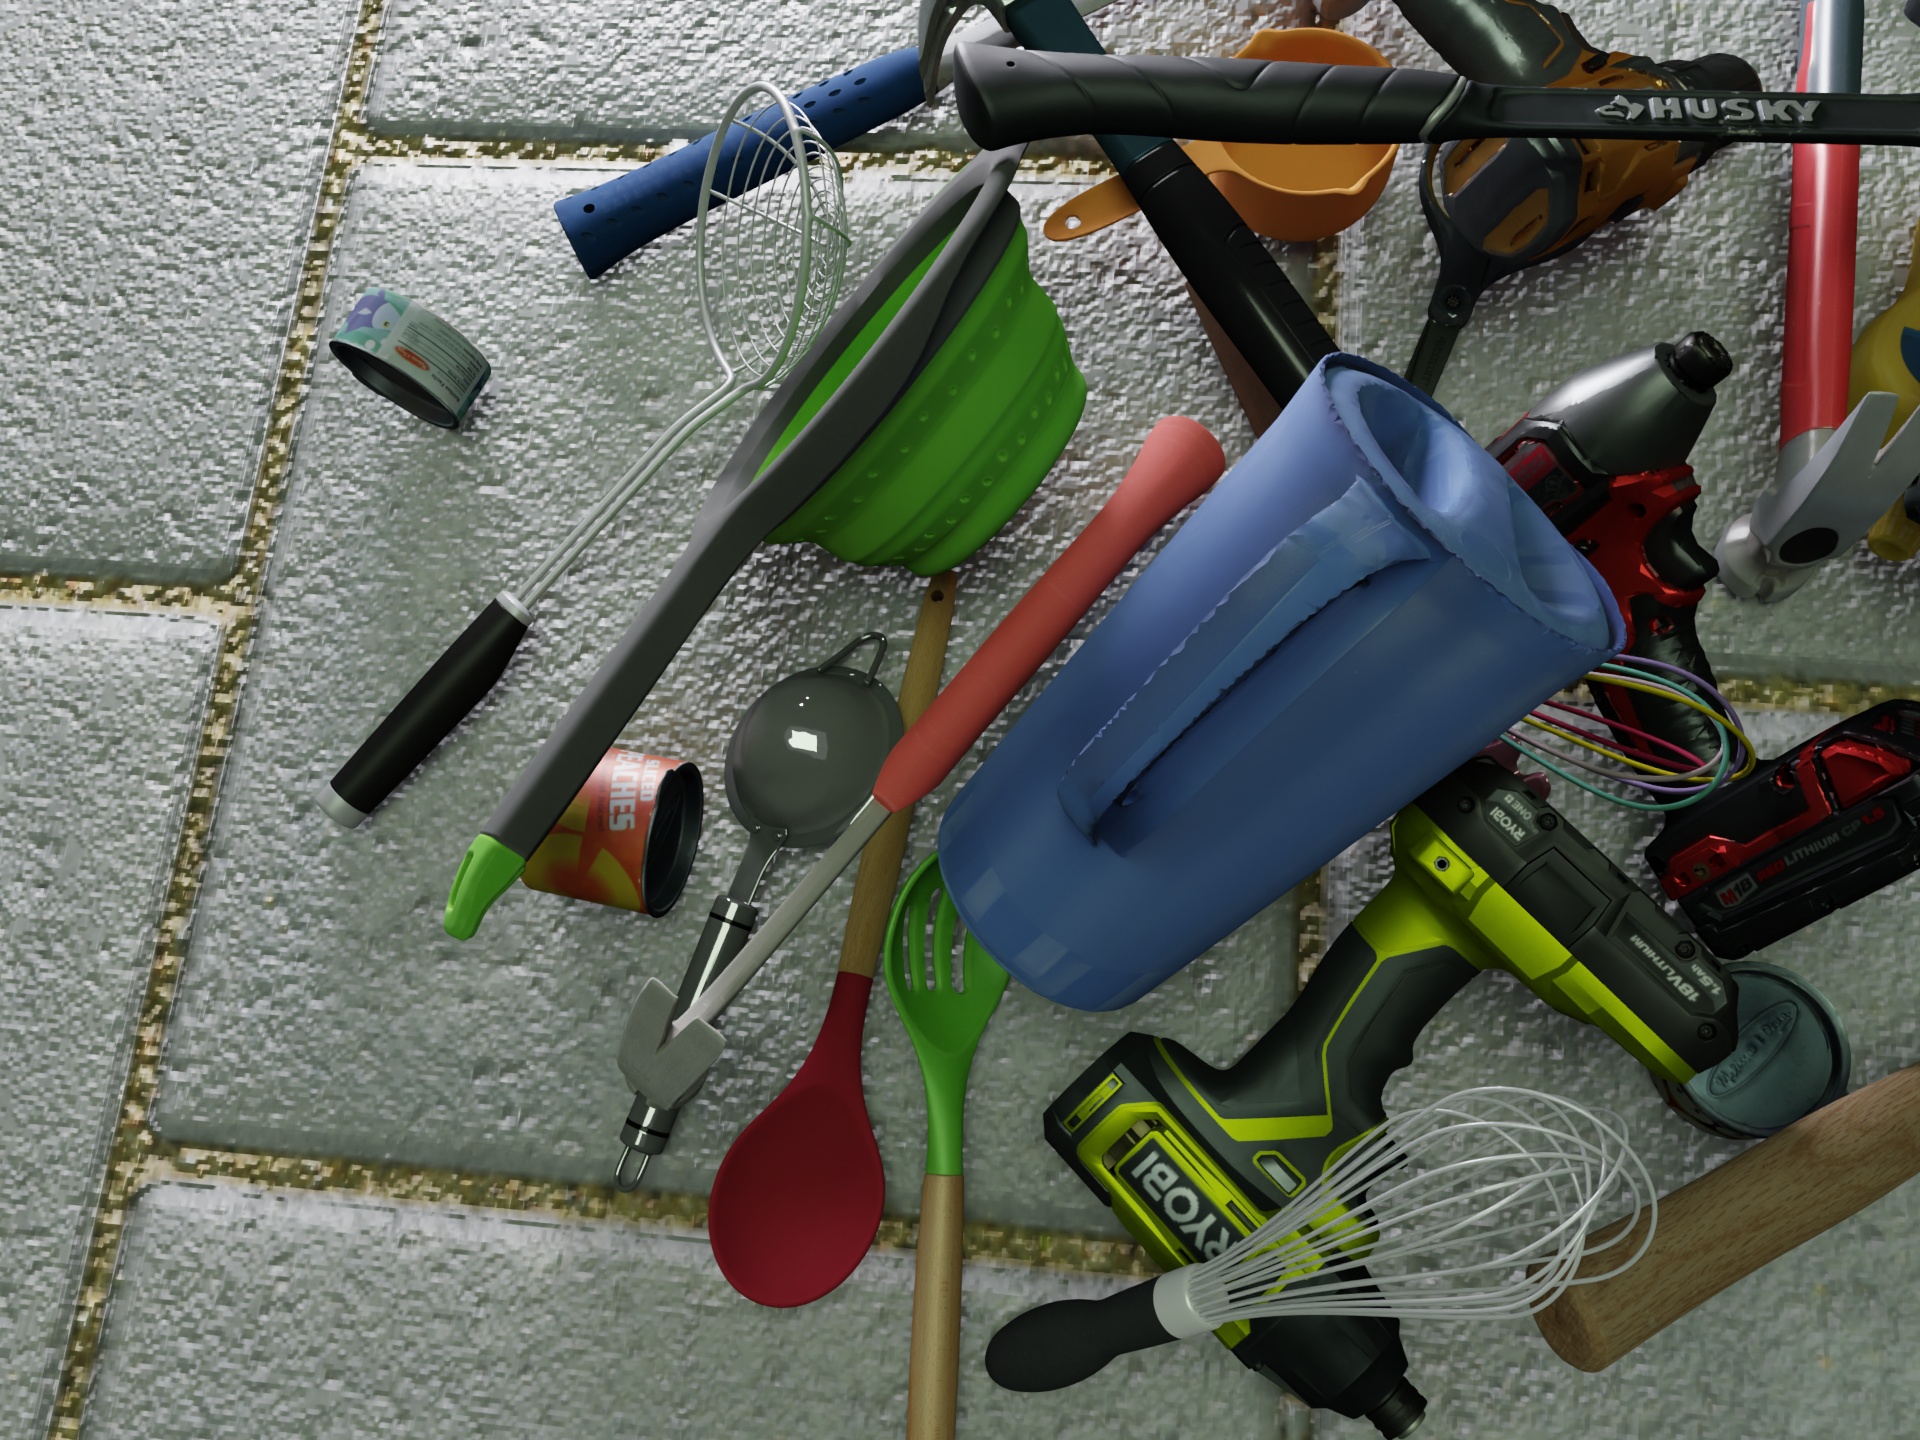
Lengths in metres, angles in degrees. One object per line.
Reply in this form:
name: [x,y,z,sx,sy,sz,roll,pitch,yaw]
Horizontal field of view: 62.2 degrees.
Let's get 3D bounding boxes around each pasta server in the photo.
pasta server: [0.165,-0.068,0.683,0.060,0.040,0.316,-26,72,12]

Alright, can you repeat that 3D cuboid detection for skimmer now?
skimmer: [-0.175,-0.112,0.693,0.363,0.090,0.127,-49,37,-3]

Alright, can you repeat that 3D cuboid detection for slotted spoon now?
slotted spoon: [-0.010,0.204,0.623,0.031,0.070,0.314,-11,72,49]

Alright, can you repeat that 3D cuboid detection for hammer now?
hammer: [-0.001,-0.002,0.613,0.037,0.149,0.359,40,65,2]
hammer: [0.373,-0.252,0.673,0.038,0.143,0.386,10,71,8]
hammer: [-0.009,-0.325,0.774,0.405,0.035,0.144,-26,74,-2]
hammer: [0.200,-0.232,0.593,0.409,0.036,0.149,3,64,2]
hammer: [0.325,0.137,0.550,0.331,0.031,0.130,-16,72,-24]
hammer: [0.091,-0.231,0.687,0.128,0.033,0.331,-31,73,-1]

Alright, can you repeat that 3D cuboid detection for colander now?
colander: [-0.056,-0.063,0.642,0.094,0.204,0.397,38,72,-17]

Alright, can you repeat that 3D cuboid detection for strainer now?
strainer: [-0.092,0.073,0.666,0.087,0.050,0.258,16,80,31]

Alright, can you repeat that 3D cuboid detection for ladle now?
ladle: [-0.040,0.081,0.667,0.069,0.031,0.315,10,74,8]

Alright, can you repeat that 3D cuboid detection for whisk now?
whisk: [0.101,0.187,0.531,0.284,0.070,0.070,-38,68,40]
whisk: [0.182,-0.017,0.623,0.245,0.047,0.051,20,94,38]

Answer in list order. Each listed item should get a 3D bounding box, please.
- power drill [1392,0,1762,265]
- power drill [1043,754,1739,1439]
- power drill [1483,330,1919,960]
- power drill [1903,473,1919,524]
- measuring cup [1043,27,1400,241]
power drill: [0.245,-0.319,0.697,0.185,0.084,0.226,-28,82,-29]
power drill: [0.163,0.138,0.586,0.223,0.080,0.171,-47,75,10]
power drill: [0.283,-0.034,0.610,0.078,0.143,0.220,-18,69,-41]
power drill: [0.495,-0.113,0.612,0.226,0.080,0.188,20,82,-13]
measuring cup: [0.119,-0.248,0.733,0.173,0.052,0.095,-25,73,0]
